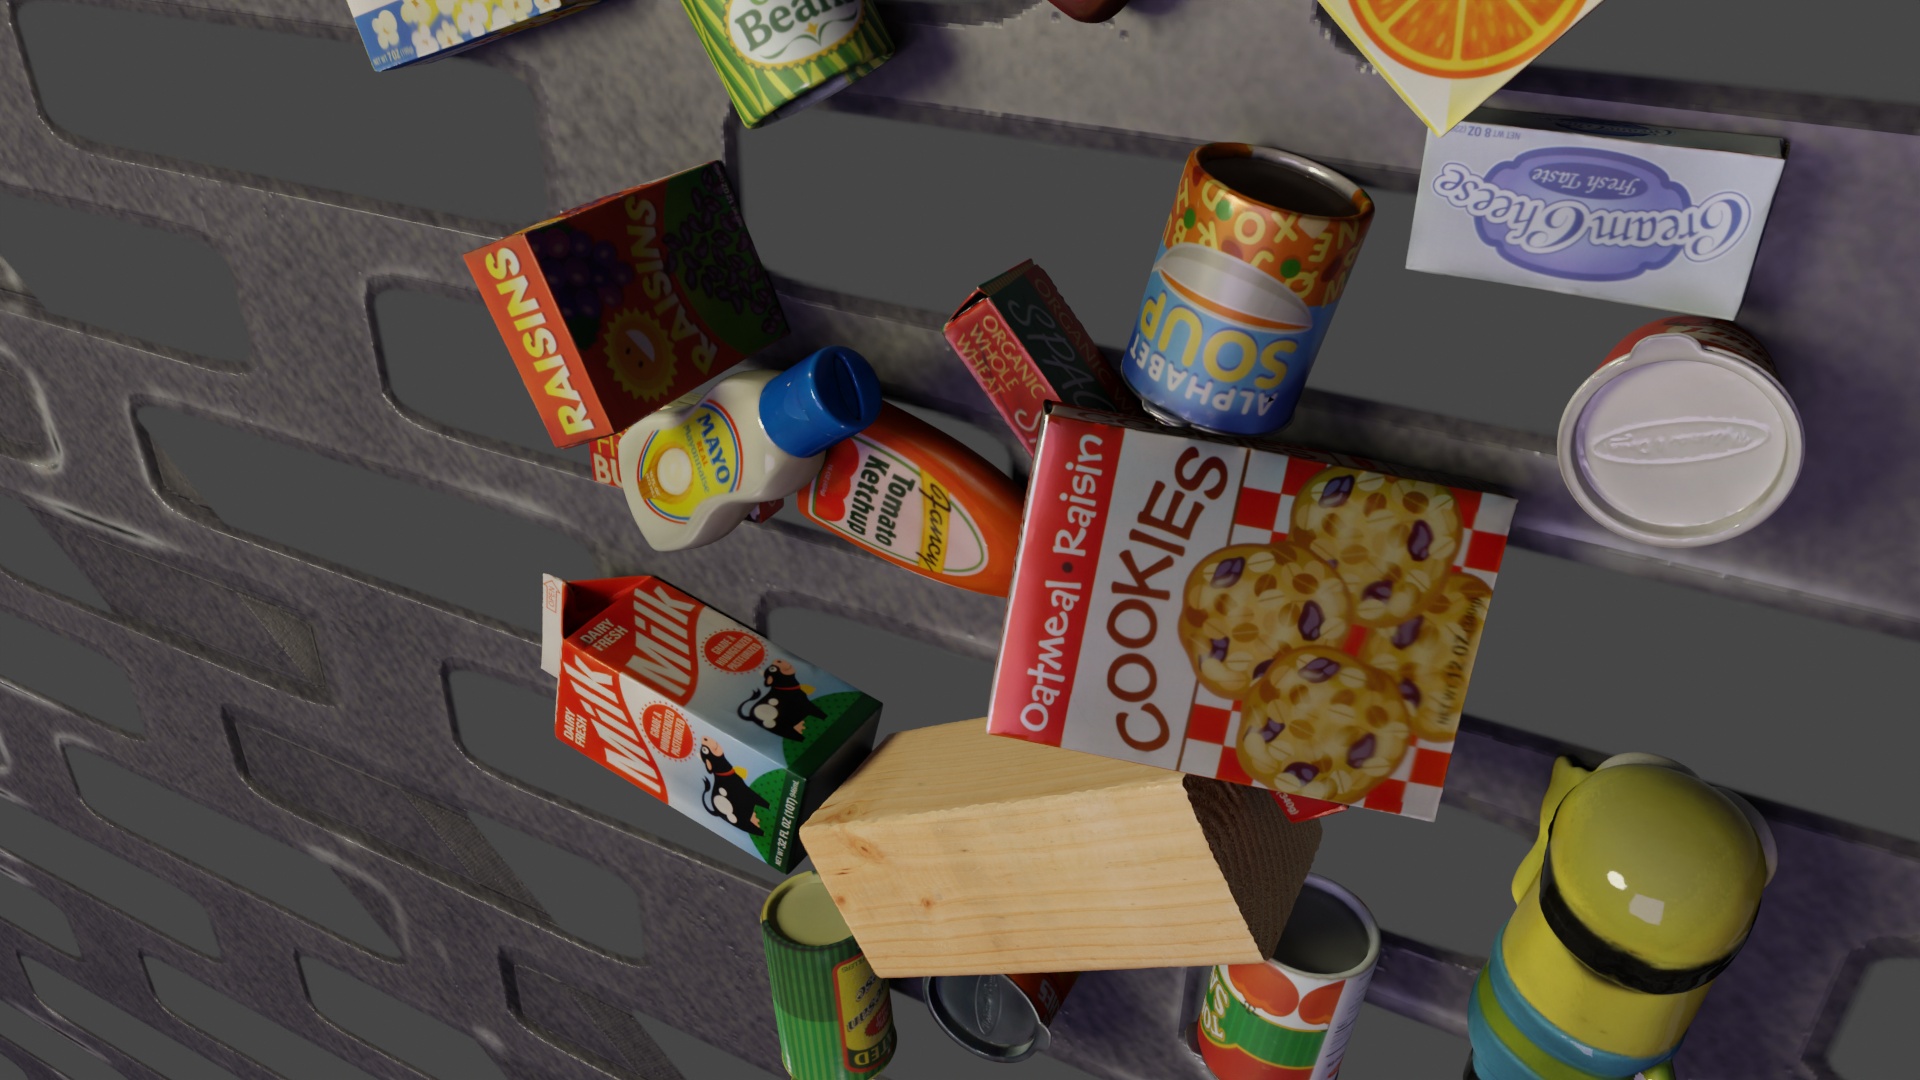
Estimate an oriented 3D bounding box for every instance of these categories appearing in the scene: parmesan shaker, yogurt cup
[{"bbox_3d":[-0.074,0.246,0.772,0.071,0.072,0.102,10,120,26],"label":"parmesan shaker"},{"bbox_3d":[0.231,-0.039,0.446,0.072,0.054,0.072,14,122,24],"label":"yogurt cup"}]

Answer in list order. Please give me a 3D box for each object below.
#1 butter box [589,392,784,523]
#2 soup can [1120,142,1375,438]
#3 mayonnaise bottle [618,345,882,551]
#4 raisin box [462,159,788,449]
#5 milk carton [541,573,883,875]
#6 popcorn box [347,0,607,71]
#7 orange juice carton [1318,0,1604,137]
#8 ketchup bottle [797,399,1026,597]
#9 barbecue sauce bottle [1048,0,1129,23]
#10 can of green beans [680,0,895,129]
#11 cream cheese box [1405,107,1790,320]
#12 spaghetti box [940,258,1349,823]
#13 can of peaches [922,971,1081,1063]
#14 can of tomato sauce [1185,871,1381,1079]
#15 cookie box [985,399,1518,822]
[{"bbox_3d":[-0.135,-0.046,0.679,0.103,0.024,0.053,13,121,24],"label":"butter box"},{"bbox_3d":[0.098,-0.087,0.487,0.071,0.072,0.083,26,126,16],"label":"soup can"},{"bbox_3d":[-0.093,-0.042,0.597,0.147,0.041,0.065,-22,85,45],"label":"mayonnaise bottle"},{"bbox_3d":[-0.135,-0.102,0.583,0.040,0.124,0.086,-9,111,33],"label":"raisin box"},{"bbox_3d":[-0.144,0.084,0.724,0.191,0.074,0.072,26,126,17],"label":"milk carton"},{"bbox_3d":[-0.217,-0.260,0.599,0.126,0.038,0.085,-3,112,32],"label":"popcorn box"},{"bbox_3d":[0.187,-0.205,0.369,0.073,0.072,0.191,48,129,-2],"label":"orange juice carton"},{"bbox_3d":[0.002,-0.008,0.606,0.149,0.044,0.064,28,122,14],"label":"ketchup bottle"},{"bbox_3d":[0.068,-0.241,0.438,0.065,0.044,0.148,47,129,3],"label":"barbecue sauce bottle"},{"bbox_3d":[-0.066,-0.197,0.527,0.071,0.071,0.057,-18,106,36],"label":"can of green beans"},{"bbox_3d":[0.201,-0.106,0.446,0.104,0.024,0.053,15,124,24],"label":"cream cheese box"},{"bbox_3d":[0.082,0.000,0.559,0.028,0.050,0.250,-32,97,37],"label":"spaghetti box"},{"bbox_3d":[0.025,0.222,0.710,0.071,0.058,0.071,14,121,24],"label":"can of peaches"},{"bbox_3d":[0.143,0.199,0.621,0.071,0.071,0.082,19,123,21],"label":"can of tomato sauce"},{"bbox_3d":[0.101,0.024,0.511,0.167,0.040,0.122,11,102,3],"label":"cookie box"}]
